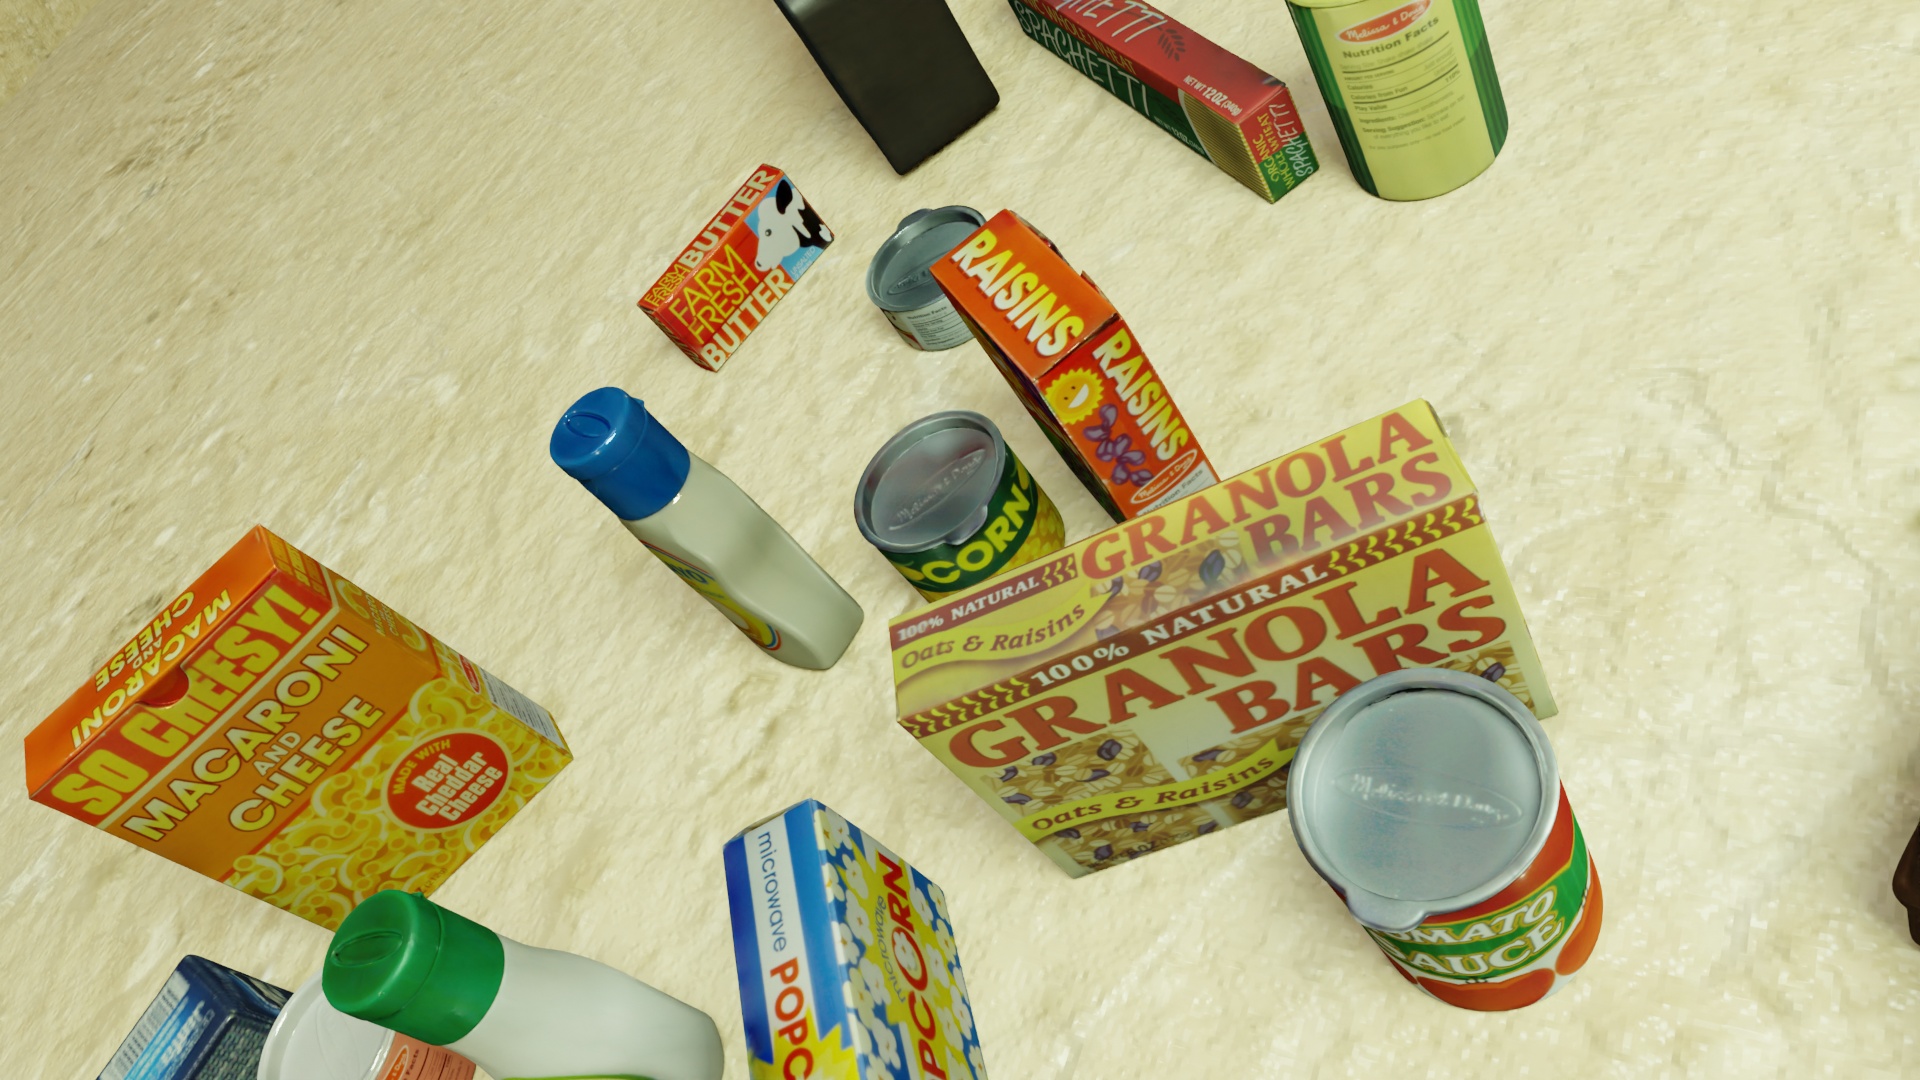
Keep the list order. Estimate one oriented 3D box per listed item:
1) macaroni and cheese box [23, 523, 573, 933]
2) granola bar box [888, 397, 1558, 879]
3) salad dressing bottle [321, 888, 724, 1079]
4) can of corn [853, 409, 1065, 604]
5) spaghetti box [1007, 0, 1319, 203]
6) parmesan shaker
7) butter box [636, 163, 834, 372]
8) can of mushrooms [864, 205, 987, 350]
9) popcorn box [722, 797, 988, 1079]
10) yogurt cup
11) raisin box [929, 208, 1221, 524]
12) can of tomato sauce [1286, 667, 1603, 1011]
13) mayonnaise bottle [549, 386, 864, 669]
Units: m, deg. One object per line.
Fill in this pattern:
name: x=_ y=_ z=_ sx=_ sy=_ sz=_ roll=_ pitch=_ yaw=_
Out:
macaroni and cheese box: x=-0.264 y=0.087 z=0.575 sx=0.124 sy=0.166 sz=0.040 roll=-44 pitch=45 yaw=-3
granola bar box: x=0.080 y=0.038 z=0.416 sx=0.165 sy=0.124 sz=0.039 roll=-23 pitch=47 yaw=17
salad dressing bottle: x=-0.137 y=0.156 z=0.452 sx=0.064 sy=0.147 sz=0.044 roll=-16 pitch=50 yaw=24
can of corn: x=0.002 y=-0.007 z=0.548 sx=0.071 sy=0.058 sz=0.071 roll=-18 pitch=49 yaw=22
spaghetti box: x=0.085 y=-0.237 z=0.676 sx=0.028 sy=0.050 sz=0.251 roll=-39 pitch=45 yaw=3
parmesan shaker: x=0.170 y=-0.193 z=0.548 sx=0.071 sy=0.102 sz=0.071 roll=-18 pitch=49 yaw=22
butter box: x=-0.118 y=-0.144 z=0.736 sx=0.103 sy=0.053 sz=0.024 roll=-50 pitch=45 yaw=-9
can of mushrooms: x=-0.009 y=-0.127 z=0.665 sx=0.071 sy=0.033 sz=0.071 roll=-18 pitch=49 yaw=22
popcorn box: x=-0.028 y=0.153 z=0.426 sx=0.038 sy=0.085 sz=0.127 roll=-29 pitch=46 yaw=12
yogurt cup: x=-0.228 y=0.202 z=0.543 sx=0.072 sy=0.053 sz=0.073 roll=-18 pitch=49 yaw=22
raisin box: x=0.048 y=-0.052 z=0.507 sx=0.040 sy=0.123 sz=0.086 roll=-38 pitch=45 yaw=3
can of tomato sauce: x=0.133 y=0.084 z=0.374 sx=0.071 sy=0.083 sz=0.071 roll=-18 pitch=49 yaw=22
mayonnaise bottle: x=-0.100 y=-0.002 z=0.548 sx=0.065 sy=0.147 sz=0.041 roll=18 pitch=69 yaw=41
